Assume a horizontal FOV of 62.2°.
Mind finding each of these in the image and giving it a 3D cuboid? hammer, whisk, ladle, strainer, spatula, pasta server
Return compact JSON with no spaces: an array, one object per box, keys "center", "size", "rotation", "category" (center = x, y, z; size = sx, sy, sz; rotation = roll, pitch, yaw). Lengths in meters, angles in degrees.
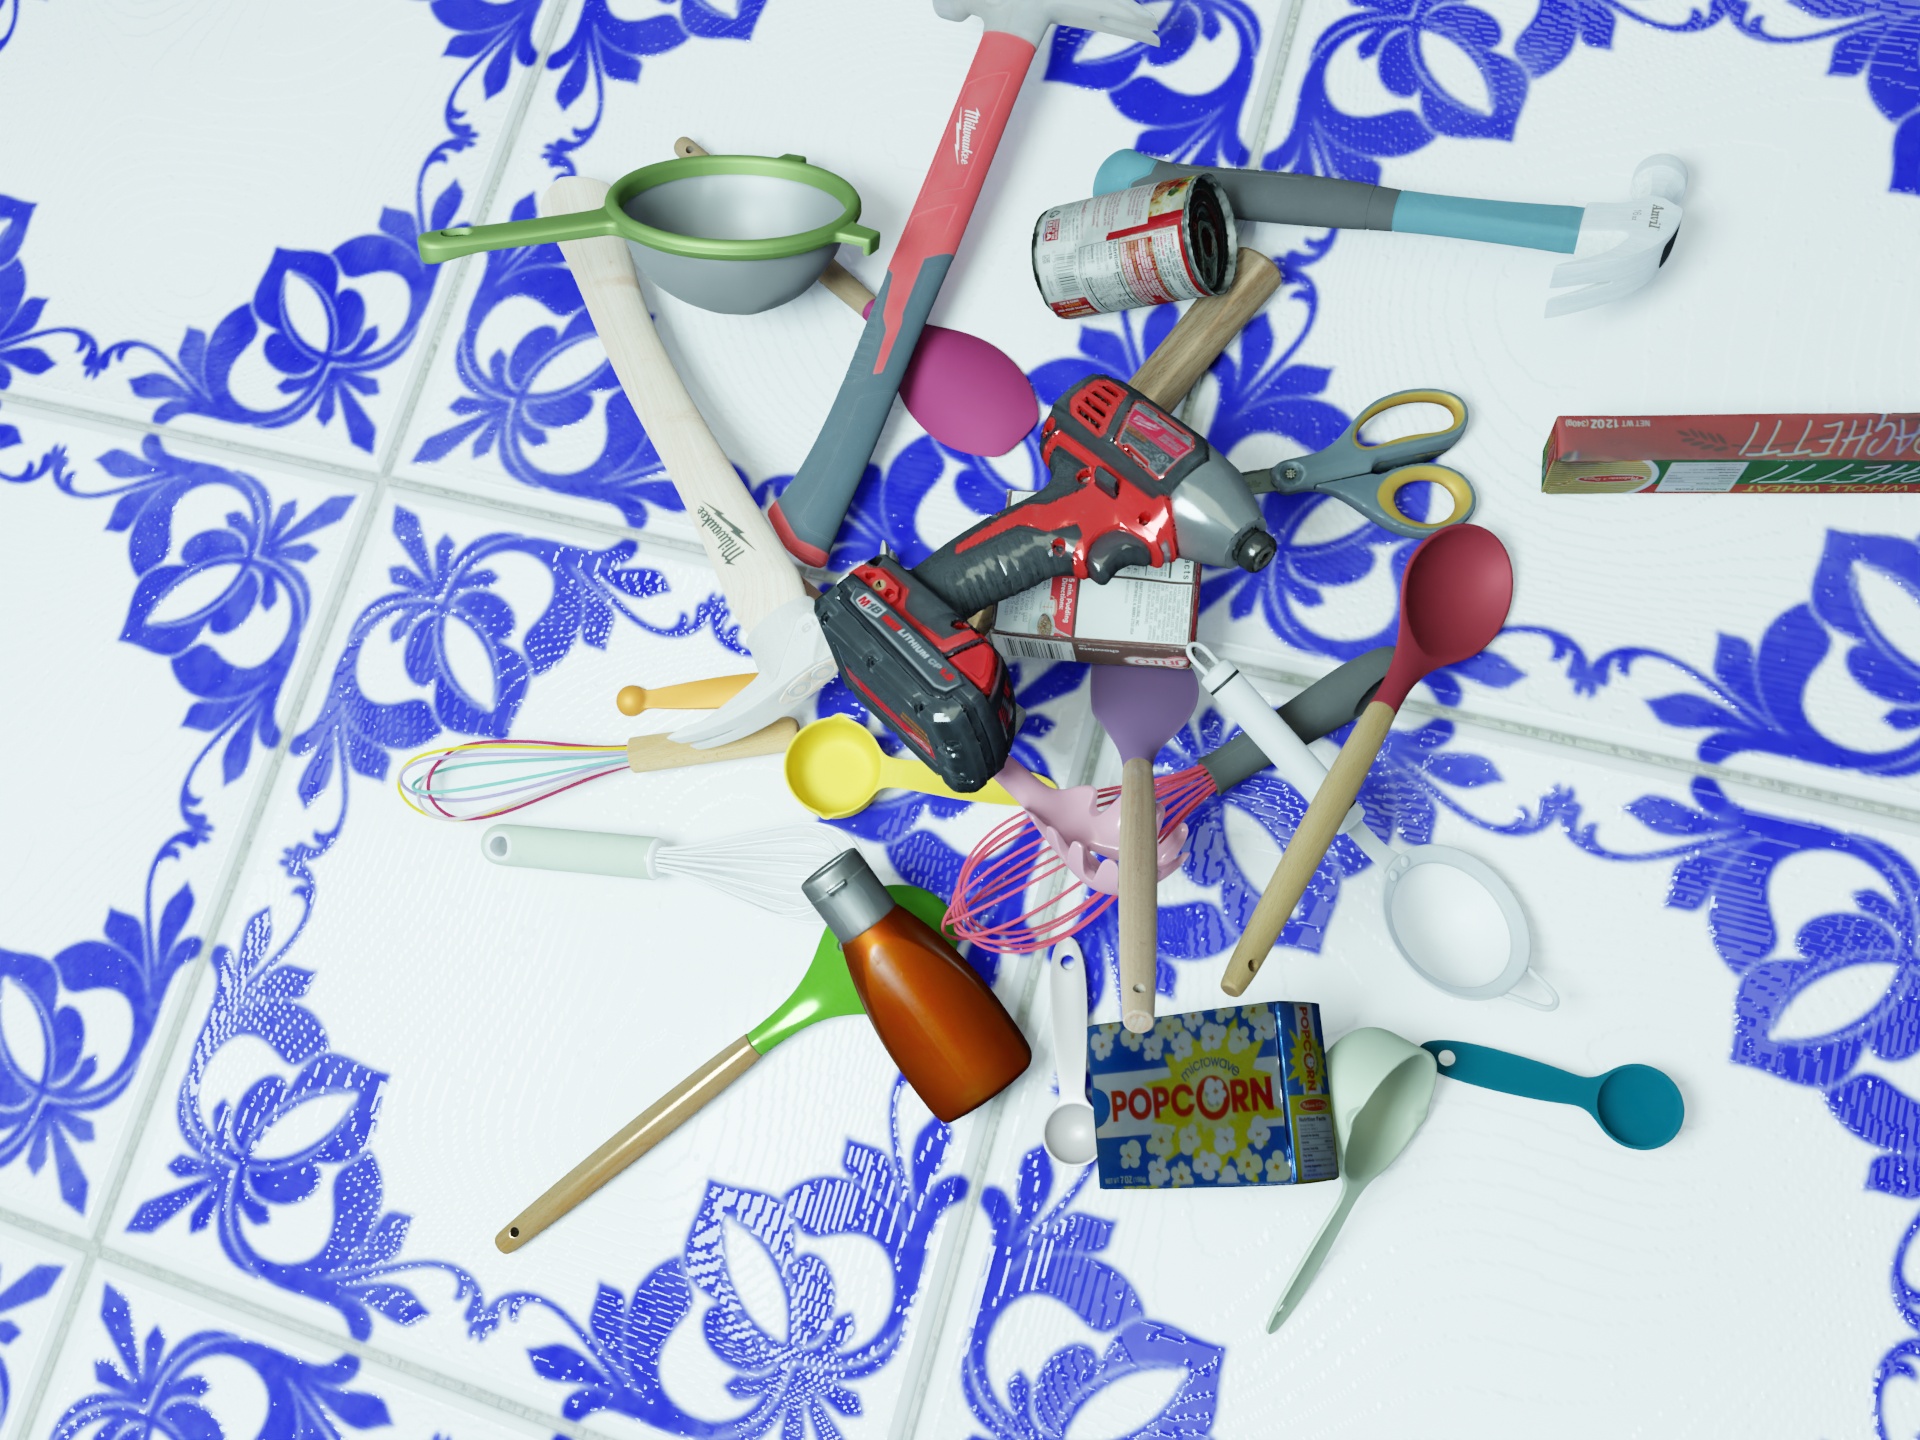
[{"center":[0.240,-0.299,0.925],"size":[0.331,0.033,0.128],"rotation":[13,53,18],"category":"hammer"},{"center":[-0.215,0.026,0.944],"size":[0.245,0.051,0.047],"rotation":[-8,95,5],"category":"whisk"},{"center":[-0.182,-0.177,0.965],"size":[0.146,0.038,0.411],"rotation":[-36,64,14],"category":"hammer"},{"center":[-0.167,0.080,0.914],"size":[0.246,0.059,0.058],"rotation":[3,92,17],"category":"whisk"},{"center":[0.206,0.014,0.809],"size":[0.069,0.031,0.315],"rotation":[44,60,-13],"category":"ladle"},{"center":[-0.011,-0.270,0.955],"size":[0.143,0.038,0.386],"rotation":[20,86,15],"category":"hammer"},{"center":[0.118,0.041,0.862],"size":[0.296,0.073,0.073],"rotation":[-31,72,-3],"category":"whisk"},{"center":[0.072,-0.146,0.932],"size":[0.130,0.031,0.331],"rotation":[37,85,17],"category":"hammer"},{"center":[-0.183,-0.271,0.937],"size":[0.256,0.069,0.152],"rotation":[-14,41,-19],"category":"strainer"},{"center":[0.090,0.039,0.781],"size":[0.060,0.018,0.316],"rotation":[4,33,5],"category":"spatula"},{"center":[-0.001,-0.003,0.859],"size":[0.060,0.040,0.316],"rotation":[-21,47,-36],"category":"pasta server"},{"center":[0.205,0.056,0.825],"size":[0.258,0.050,0.087],"rotation":[49,56,4],"category":"strainer"}]

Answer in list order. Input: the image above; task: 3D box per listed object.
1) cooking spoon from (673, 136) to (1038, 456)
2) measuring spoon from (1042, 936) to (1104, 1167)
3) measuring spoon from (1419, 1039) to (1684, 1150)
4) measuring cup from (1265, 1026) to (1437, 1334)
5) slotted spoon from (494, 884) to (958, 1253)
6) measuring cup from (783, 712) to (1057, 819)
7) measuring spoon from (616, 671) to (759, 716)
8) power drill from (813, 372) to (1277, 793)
[{"center":[-0.074,-0.275,1.001],"size":[0.069,0.017,0.319],"rotation":[-46,73,-3],"category":"cooking spoon"},{"center":[0.061,0.179,0.861],"size":[0.034,0.018,0.124],"rotation":[-6,68,14],"category":"measuring spoon"},{"center":[0.299,0.186,0.812],"size":[0.129,0.021,0.042],"rotation":[11,77,23],"category":"measuring spoon"},{"center":[0.182,0.230,0.803],"size":[0.038,0.083,0.167],"rotation":[33,102,40],"category":"measuring cup"},{"center":[-0.134,0.198,0.886],"size":[0.314,0.031,0.070],"rotation":[-38,72,1],"category":"slotted spoon"},{"center":[-0.023,0.034,0.912],"size":[0.156,0.029,0.062],"rotation":[7,77,1],"category":"measuring cup"},{"center":[-0.152,-0.017,0.953],"size":[0.117,0.011,0.021],"rotation":[-5,75,10],"category":"measuring spoon"},{"center":[0.048,-0.073,0.811],"size":[0.219,0.078,0.143],"rotation":[-40,62,-13],"category":"power drill"}]
